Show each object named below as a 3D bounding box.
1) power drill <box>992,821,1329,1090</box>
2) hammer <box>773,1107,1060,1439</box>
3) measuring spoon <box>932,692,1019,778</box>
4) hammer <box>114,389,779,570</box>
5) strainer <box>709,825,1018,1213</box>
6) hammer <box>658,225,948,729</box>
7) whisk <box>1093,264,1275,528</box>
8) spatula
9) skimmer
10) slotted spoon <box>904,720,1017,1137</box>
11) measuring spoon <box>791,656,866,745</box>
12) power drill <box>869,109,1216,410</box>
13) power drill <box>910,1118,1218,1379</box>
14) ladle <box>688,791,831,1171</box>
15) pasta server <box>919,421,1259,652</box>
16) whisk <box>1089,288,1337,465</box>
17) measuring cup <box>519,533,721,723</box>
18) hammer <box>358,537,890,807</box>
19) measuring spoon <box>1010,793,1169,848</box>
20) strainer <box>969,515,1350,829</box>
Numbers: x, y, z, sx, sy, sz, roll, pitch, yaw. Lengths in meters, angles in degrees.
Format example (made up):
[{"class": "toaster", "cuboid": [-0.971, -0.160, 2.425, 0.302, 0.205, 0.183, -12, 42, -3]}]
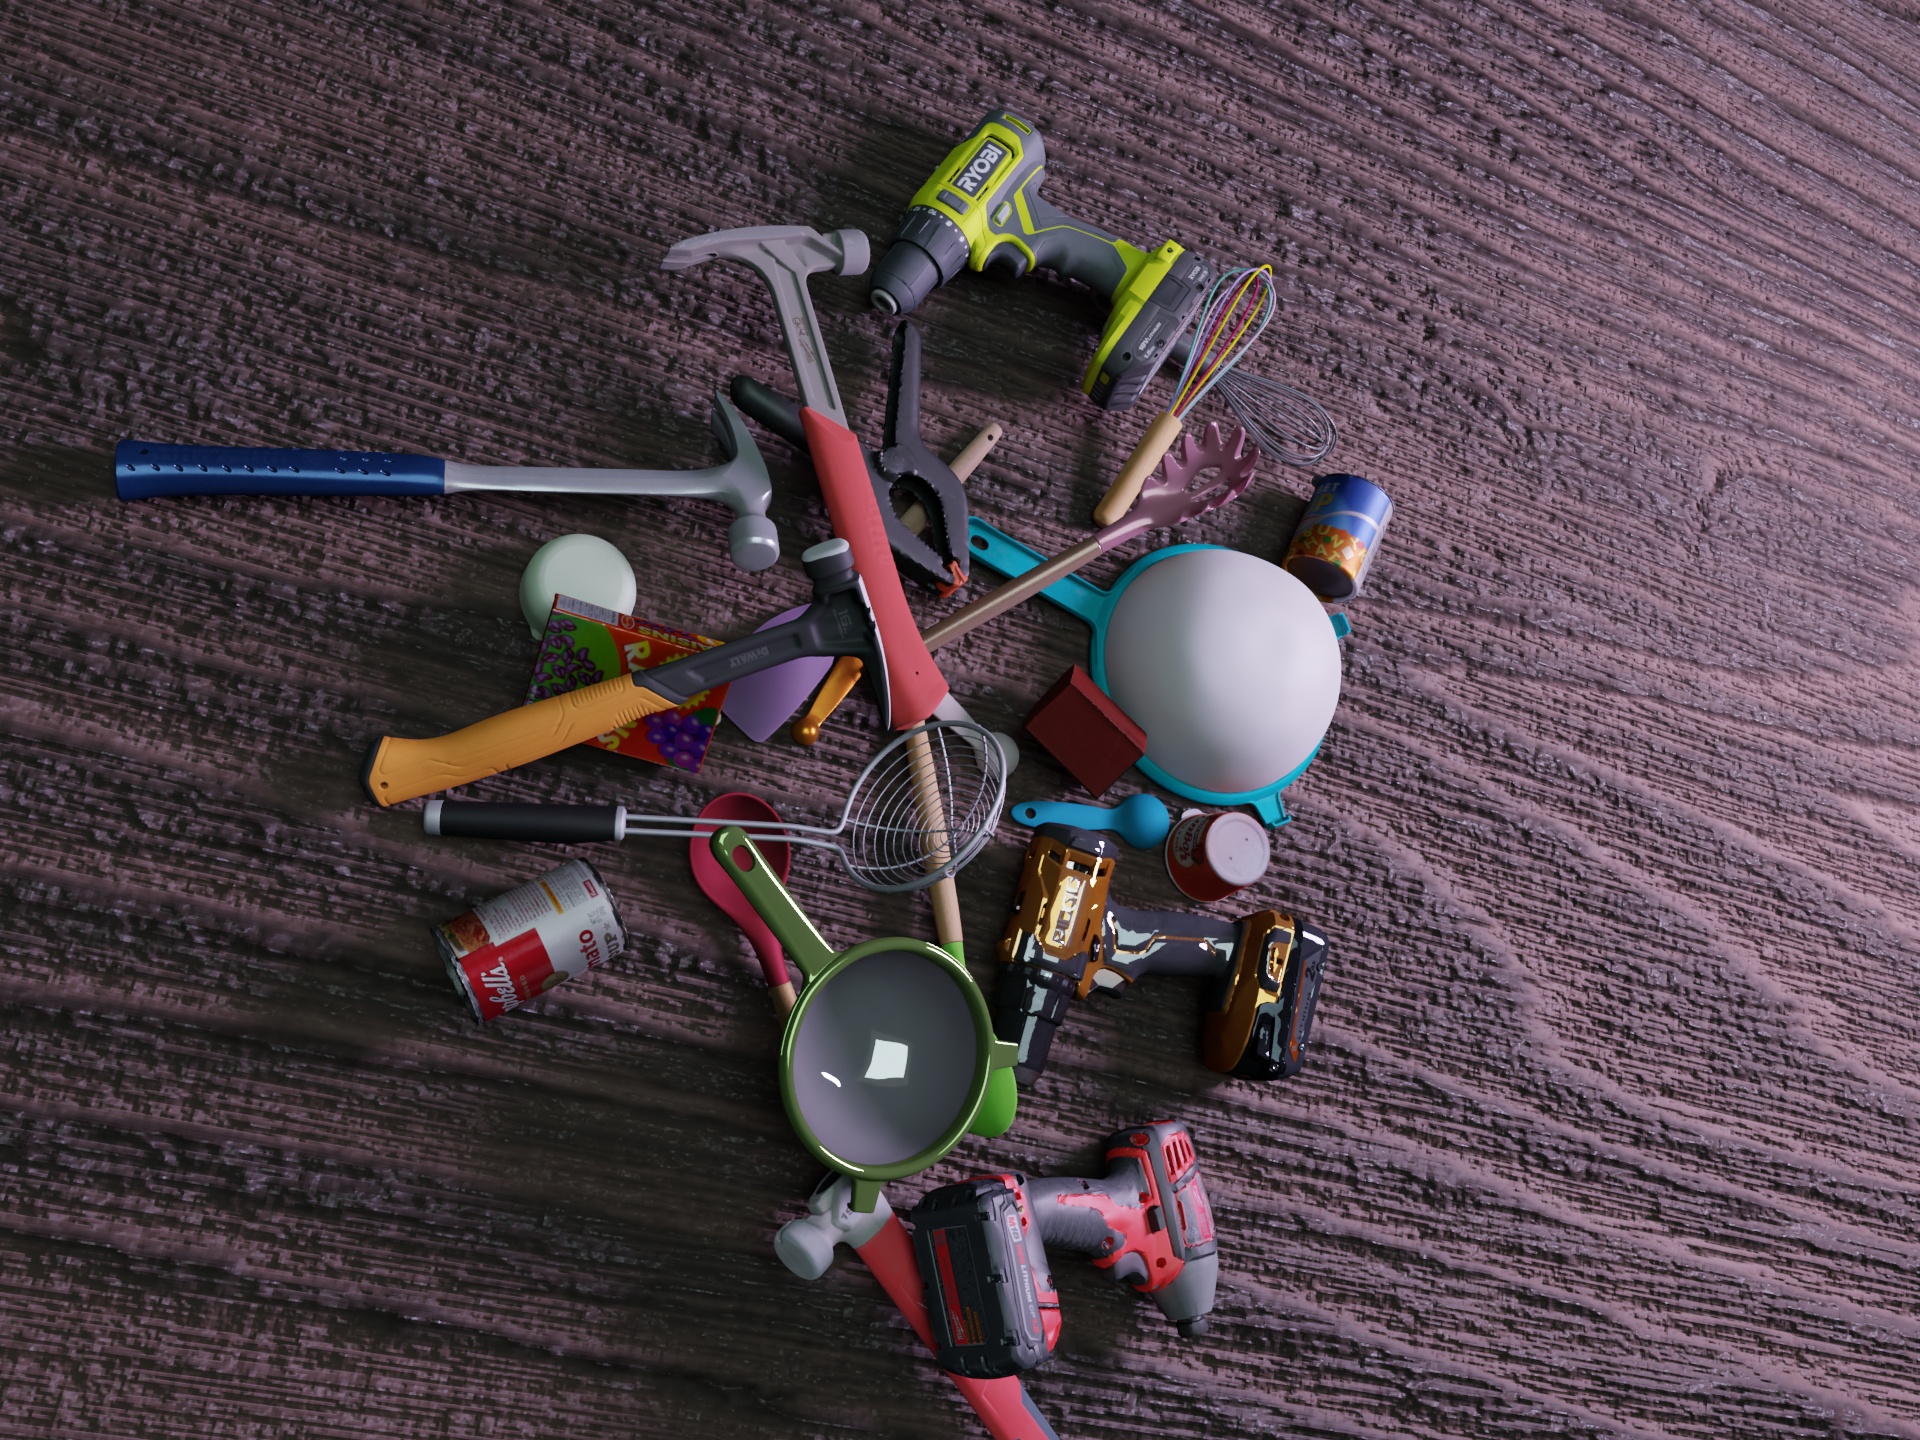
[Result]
[{"class": "power drill", "cuboid": [0.131, 0.192, 1.126, 0.226, 0.084, 0.185, 20, 74, -11]}, {"class": "hammer", "cuboid": [0.039, 0.440, 1.042, 0.143, 0.038, 0.386, -39, 97, -40]}, {"class": "measuring spoon", "cuboid": [-0.002, -0.004, 1.143, 0.124, 0.018, 0.034, 43, 68, -18]}, {"class": "hammer", "cuboid": [-0.328, -0.164, 1.046, 0.405, 0.035, 0.144, -1, 54, -17]}, {"class": "strainer", "cuboid": [-0.087, 0.170, 1.002, 0.151, 0.069, 0.256, -41, 106, -25]}, {"class": "hammer", "cuboid": [-0.089, -0.167, 1.087, 0.149, 0.036, 0.359, -13, 83, -27]}, {"class": "whisk", "cuboid": [0.174, -0.255, 1.241, 0.051, 0.047, 0.245, 34, 85, -8]}, {"class": "spatula", "cuboid": [-0.065, -0.113, 1.157, 0.059, 0.018, 0.316, 47, 66, -16]}, {"class": "skimmer", "cuboid": [-0.155, 0.049, 1.009, 0.363, 0.090, 0.127, 3, 48, -7]}, {"class": "slotted spoon", "cuboid": [-0.012, 0.130, 1.103, 0.031, 0.070, 0.314, 8, 66, -46]}, {"class": "measuring spoon", "cuboid": [-0.083, -0.030, 1.133, 0.021, 0.011, 0.117, 37, 67, -9]}, {"class": "power drill", "cuboid": [0.060, -0.340, 1.217, 0.228, 0.080, 0.190, 34, 70, 3]}, {"class": "power drill", "cuboid": [0.083, 0.350, 1.042, 0.219, 0.078, 0.143, -1, 72, -41]}, {"class": "ladle", "cuboid": [-0.111, 0.200, 1.059, 0.069, 0.031, 0.315, -17, 85, -19]}, {"class": "pasta server", "cuboid": [0.075, -0.117, 1.147, 0.316, 0.040, 0.060, -30, 67, -4]}, {"class": "whisk", "cuboid": [0.204, -0.283, 1.291, 0.239, 0.055, 0.055, 34, 68, -5]}, {"class": "measuring cup", "cuboid": [-0.223, -0.058, 1.072, 0.167, 0.038, 0.083, 42, 66, -4]}, {"class": "hammer", "cuboid": [-0.212, -0.006, 1.013, 0.337, 0.034, 0.127, -18, 111, -5]}, {"class": "measuring spoon", "cuboid": [0.099, 0.070, 1.172, 0.128, 0.021, 0.042, 5, 75, -21]}, {"class": "strainer", "cuboid": [0.157, -0.075, 1.190, 0.340, 0.095, 0.211, 28, 69, -14]}]
